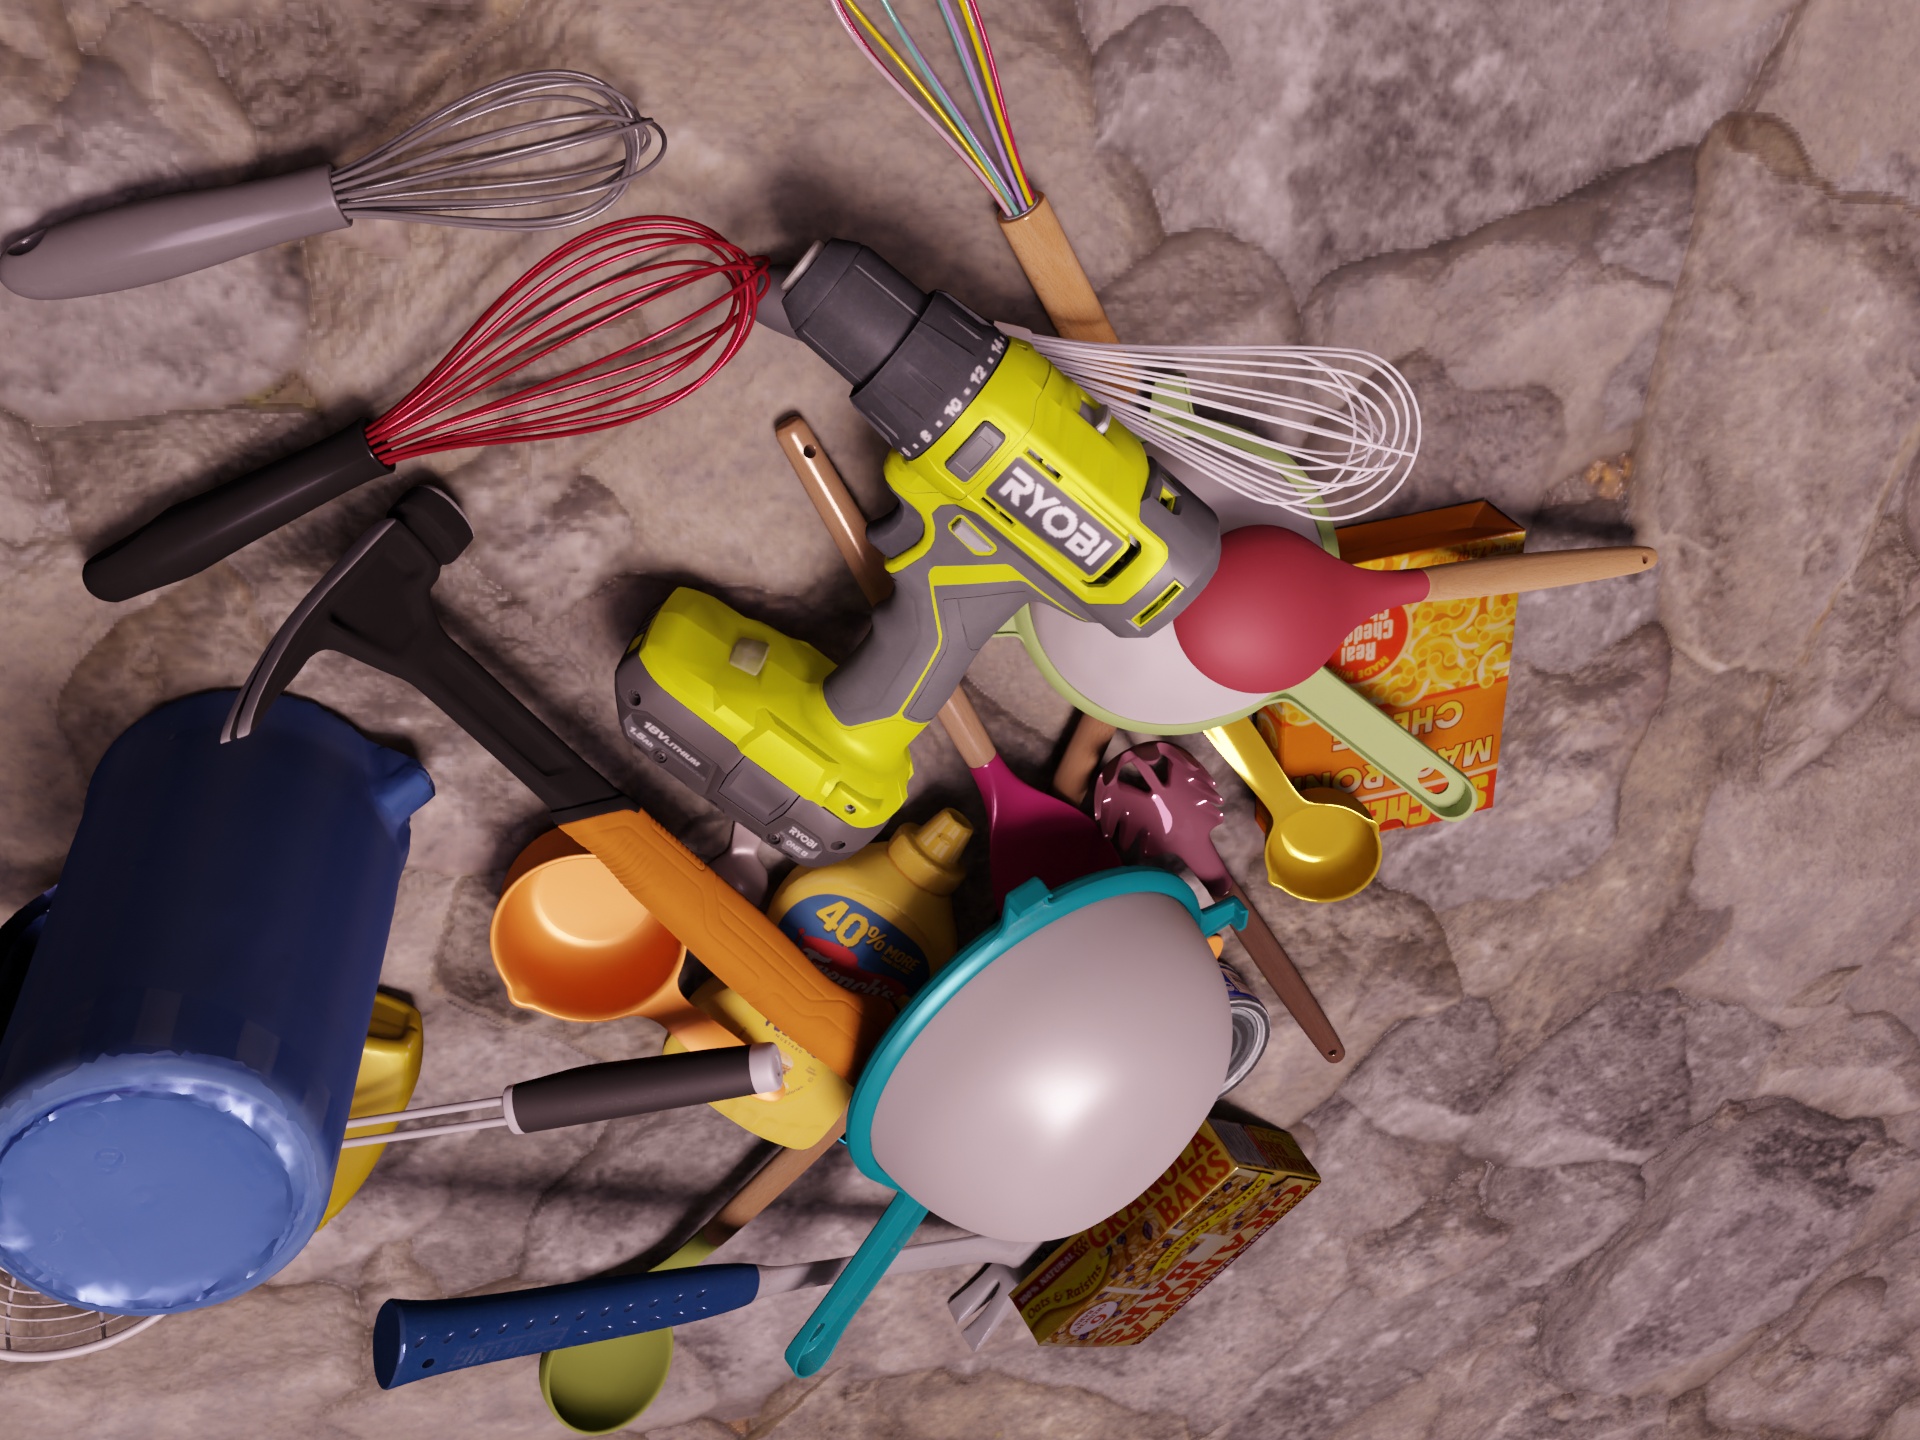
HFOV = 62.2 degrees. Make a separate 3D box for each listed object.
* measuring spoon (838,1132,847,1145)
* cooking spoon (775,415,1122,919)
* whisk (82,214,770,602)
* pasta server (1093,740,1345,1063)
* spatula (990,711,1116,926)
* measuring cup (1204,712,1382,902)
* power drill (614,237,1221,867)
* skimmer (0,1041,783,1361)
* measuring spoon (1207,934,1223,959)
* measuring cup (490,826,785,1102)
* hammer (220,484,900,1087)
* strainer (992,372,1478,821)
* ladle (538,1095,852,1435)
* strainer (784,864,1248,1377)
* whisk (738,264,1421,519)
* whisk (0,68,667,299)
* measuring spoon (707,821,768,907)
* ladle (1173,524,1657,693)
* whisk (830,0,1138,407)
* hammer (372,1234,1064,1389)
[{"bbox_3d":[-0.018,0.190,0.865,0.128,0.021,0.042,-34,107,14],"label":"measuring spoon"},{"bbox_3d":[-0.001,-0.002,0.738,0.069,0.017,0.318,-36,117,-12],"label":"cooking spoon"},{"bbox_3d":[-0.206,-0.114,0.608,0.296,0.073,0.073,-24,125,5],"label":"whisk"},{"bbox_3d":[0.152,0.109,0.856,0.060,0.040,0.315,-28,130,12],"label":"pasta server"},{"bbox_3d":[0.036,0.056,0.809,0.082,0.044,0.317,16,110,-24],"label":"spatula"},{"bbox_3d":[0.151,0.023,0.784,0.062,0.029,0.156,-33,104,22],"label":"measuring cup"},{"bbox_3d":[-0.037,-0.061,0.639,0.190,0.080,0.228,37,120,-16],"label":"power drill"},{"bbox_3d":[-0.259,0.198,0.692,0.363,0.090,0.127,-10,114,4],"label":"skimmer"},{"bbox_3d":[0.114,0.168,0.905,0.021,0.011,0.117,25,111,-28],"label":"measuring spoon"},{"bbox_3d":[-0.145,0.118,0.758,0.095,0.052,0.173,-40,115,8],"label":"measuring cup"},{"bbox_3d":[-0.143,0.060,0.679,0.336,0.034,0.127,46,55,-26],"label":"hammer"},{"bbox_3d":[0.139,-0.023,0.714,0.256,0.069,0.151,36,108,-10],"label":"strainer"},{"bbox_3d":[-0.116,0.273,0.862,0.078,0.062,0.320,34,109,-34],"label":"ladle"},{"bbox_3d":[0.024,0.228,0.774,0.210,0.095,0.340,12,117,-50],"label":"strainer"},{"bbox_3d":[0.050,-0.142,0.643,0.284,0.070,0.070,13,117,-5],"label":"whisk"},{"bbox_3d":[-0.222,-0.184,0.566,0.239,0.055,0.055,-14,124,-3],"label":"whisk"},{"bbox_3d":[-0.097,0.045,0.762,0.034,0.018,0.124,9,117,-21],"label":"measuring spoon"},{"bbox_3d":[0.221,-0.061,0.715,0.315,0.031,0.069,-9,93,-35],"label":"ladle"},{"bbox_3d":[0.011,-0.220,0.624,0.047,0.051,0.244,-19,131,20],"label":"whisk"},{"bbox_3d":[-0.105,0.304,0.847,0.405,0.035,0.144,6,120,-38],"label":"hammer"}]
